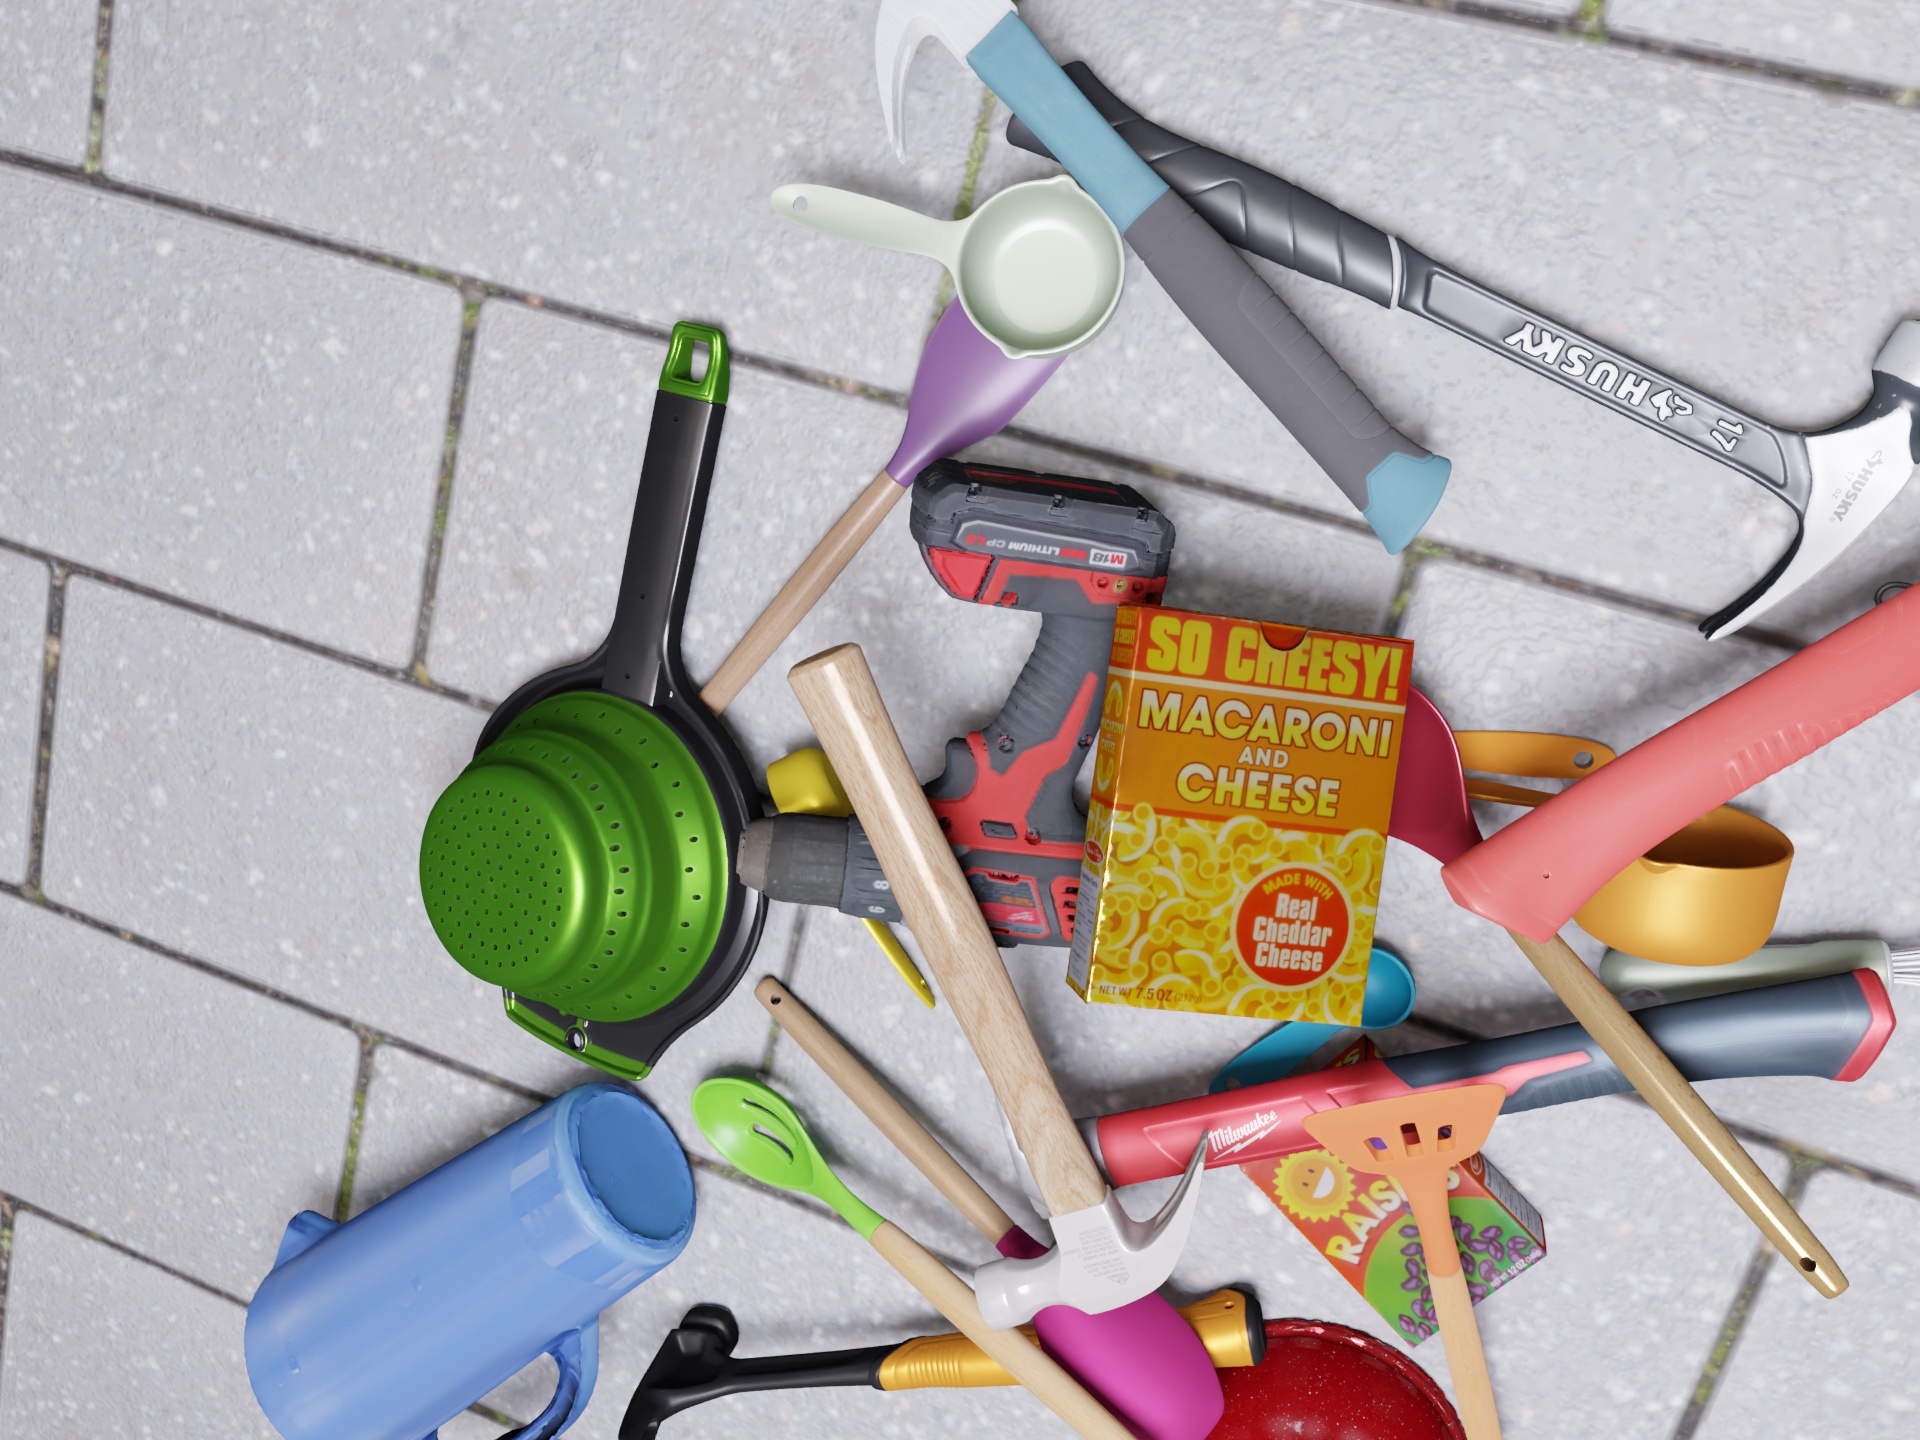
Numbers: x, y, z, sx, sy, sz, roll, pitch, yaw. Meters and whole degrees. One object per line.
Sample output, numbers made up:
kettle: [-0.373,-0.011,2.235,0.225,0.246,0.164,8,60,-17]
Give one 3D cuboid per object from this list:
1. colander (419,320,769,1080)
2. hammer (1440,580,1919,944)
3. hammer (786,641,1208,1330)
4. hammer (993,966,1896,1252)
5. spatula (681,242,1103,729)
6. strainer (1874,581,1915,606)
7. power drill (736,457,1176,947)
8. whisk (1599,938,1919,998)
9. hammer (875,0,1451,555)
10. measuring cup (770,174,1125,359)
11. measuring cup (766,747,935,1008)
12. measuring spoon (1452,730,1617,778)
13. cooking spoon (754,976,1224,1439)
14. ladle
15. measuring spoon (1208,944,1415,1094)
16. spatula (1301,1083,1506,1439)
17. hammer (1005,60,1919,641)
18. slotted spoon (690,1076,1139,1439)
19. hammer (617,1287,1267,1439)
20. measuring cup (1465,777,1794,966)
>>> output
colander: [-0.188,-0.004,0.798,0.205,0.094,0.397,18,102,26]
hammer: [0.346,-0.029,0.617,0.359,0.036,0.149,-31,85,4]
hammer: [0.010,0.119,0.713,0.130,0.031,0.331,-21,100,16]
hammer: [0.202,0.153,0.718,0.386,0.038,0.143,-17,94,19]
spatula: [-0.049,-0.103,0.790,0.060,0.018,0.316,42,109,3]
strainer: [0.505,-0.023,0.632,0.258,0.050,0.086,13,117,17]
power drill: [-0.001,-0.002,0.743,0.188,0.080,0.226,7,107,-7]
whisk: [0.408,0.106,0.688,0.246,0.057,0.059,-5,66,20]
hammer: [0.090,-0.207,0.677,0.128,0.033,0.331,-42,88,9]
measuring cup: [-0.005,-0.215,0.728,0.167,0.038,0.083,18,97,9]
measuring cup: [-0.046,0.081,0.818,0.029,0.062,0.156,-31,103,8]
measuring spoon: [0.240,0.015,0.732,0.117,0.011,0.021,4,103,16]
cooking spoon: [0.004,0.245,0.814,0.319,0.017,0.069,42,77,18]
ladle: [0.252,0.102,0.670,0.069,0.031,0.316,-50,64,31]
measuring spoon: [0.171,0.151,0.783,0.042,0.021,0.128,49,119,5]
spatula: [0.223,0.269,0.719,0.081,0.041,0.322,-13,120,13]
hammer: [0.203,-0.181,0.690,0.409,0.036,0.149,29,109,10]
slotted spoon: [-0.023,0.278,0.811,0.314,0.031,0.070,33,130,29]
hammer: [-0.010,0.338,0.830,0.337,0.127,0.034,-11,101,13]
measuring cup: [0.271,0.062,0.707,0.174,0.095,0.052,12,111,33]
